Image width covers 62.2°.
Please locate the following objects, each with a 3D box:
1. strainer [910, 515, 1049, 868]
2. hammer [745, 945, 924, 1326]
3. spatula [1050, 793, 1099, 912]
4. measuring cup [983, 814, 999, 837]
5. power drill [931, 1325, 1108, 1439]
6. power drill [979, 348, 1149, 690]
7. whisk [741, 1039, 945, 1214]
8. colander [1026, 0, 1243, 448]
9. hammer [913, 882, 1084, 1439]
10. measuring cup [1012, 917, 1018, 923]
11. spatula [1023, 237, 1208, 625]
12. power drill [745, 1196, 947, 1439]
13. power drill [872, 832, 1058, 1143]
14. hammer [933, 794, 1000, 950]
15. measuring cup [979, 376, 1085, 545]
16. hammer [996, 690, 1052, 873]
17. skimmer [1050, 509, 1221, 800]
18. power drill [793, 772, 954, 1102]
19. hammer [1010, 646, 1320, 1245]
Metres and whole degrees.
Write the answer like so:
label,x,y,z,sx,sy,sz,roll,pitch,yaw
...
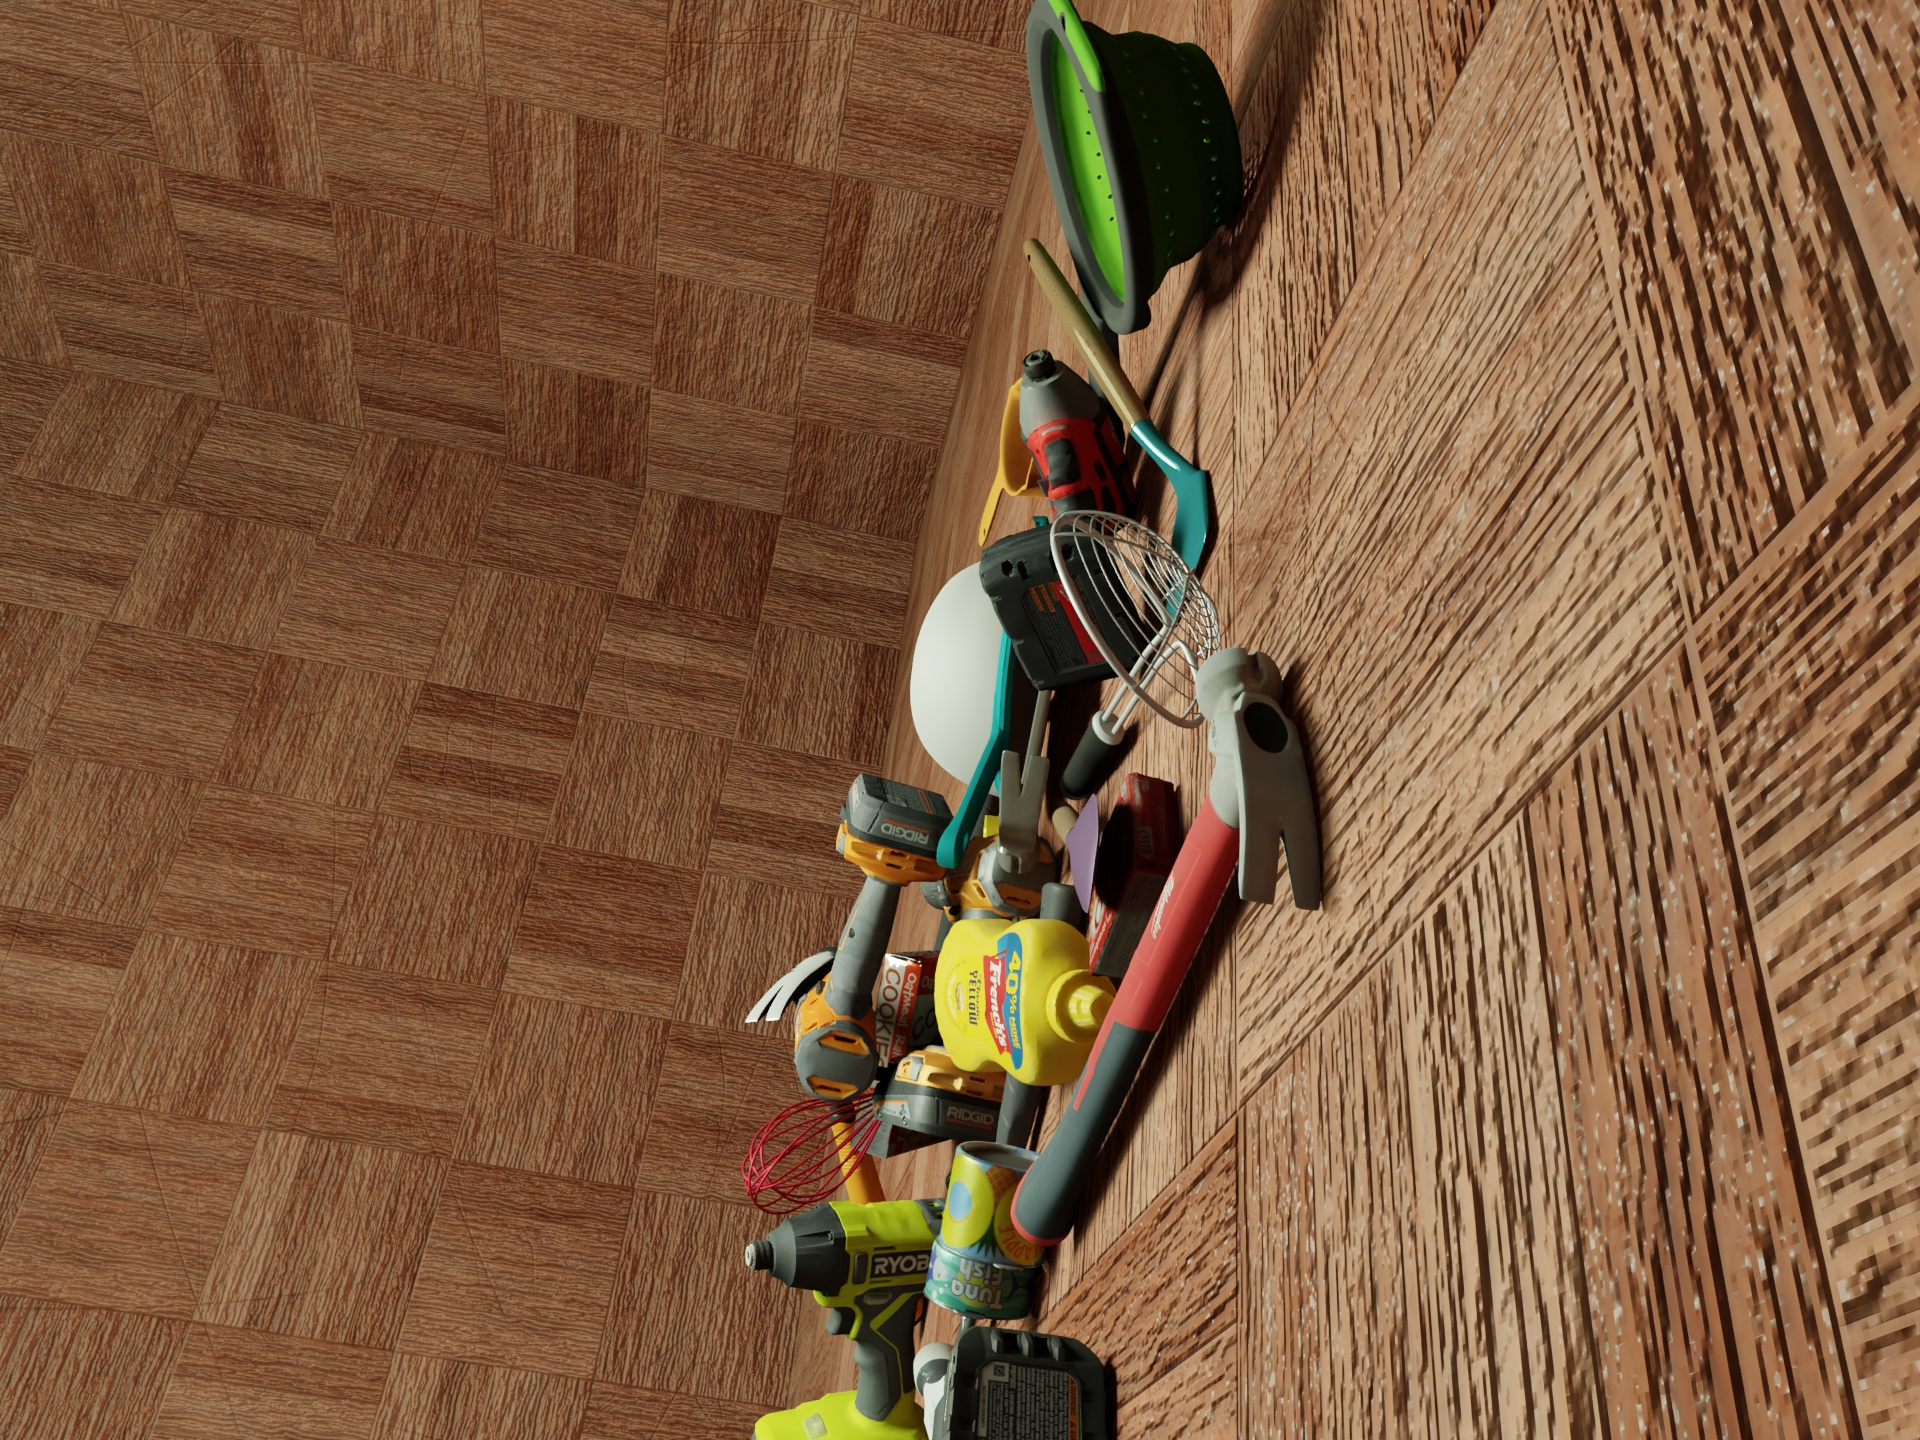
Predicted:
label,x,y,z,sx,sy,sz,roll,pitch,yaw
strainer,-0.002,-0.004,1.195,0.341,0.095,0.210,-66,-21,-54
hammer,-0.094,0.371,1.359,0.127,0.034,0.337,-33,-70,-61
spatula,0.069,0.066,0.957,0.316,0.018,0.060,-80,-3,-88
measuring cup,0.033,0.152,1.397,0.062,0.029,0.156,-88,-1,-57
power drill,0.014,0.407,0.819,0.191,0.080,0.228,-85,6,-45
power drill,0.071,-0.137,1.041,0.220,0.078,0.143,-83,-27,-46
whisk,-0.069,0.303,1.246,0.296,0.073,0.073,-20,-51,-54
colander,0.125,-0.312,1.057,0.396,0.094,0.205,75,177,-60
hammer,0.028,0.302,1.064,0.149,0.036,0.409,-117,38,-79
measuring cup,0.012,0.237,1.312,0.083,0.038,0.167,-179,102,-84
spatula,0.094,-0.202,1.002,0.082,0.044,0.318,104,148,-51
power drill,-0.083,0.466,1.182,0.080,0.171,0.223,-147,62,-65
power drill,-0.003,0.199,1.212,0.185,0.084,0.226,158,126,-67
hammer,-0.009,0.197,1.480,0.146,0.035,0.335,28,-102,-73
measuring cup,0.057,-0.187,1.215,0.173,0.052,0.095,114,154,-56
hammer,0.072,-0.075,1.163,0.149,0.037,0.359,92,-171,-57
skimmer,0.074,-0.007,0.929,0.127,0.090,0.363,62,165,15
power drill,-0.075,0.162,1.232,0.164,0.084,0.226,-127,53,-80
hammer,0.086,0.155,0.771,0.143,0.038,0.386,-88,11,-49
